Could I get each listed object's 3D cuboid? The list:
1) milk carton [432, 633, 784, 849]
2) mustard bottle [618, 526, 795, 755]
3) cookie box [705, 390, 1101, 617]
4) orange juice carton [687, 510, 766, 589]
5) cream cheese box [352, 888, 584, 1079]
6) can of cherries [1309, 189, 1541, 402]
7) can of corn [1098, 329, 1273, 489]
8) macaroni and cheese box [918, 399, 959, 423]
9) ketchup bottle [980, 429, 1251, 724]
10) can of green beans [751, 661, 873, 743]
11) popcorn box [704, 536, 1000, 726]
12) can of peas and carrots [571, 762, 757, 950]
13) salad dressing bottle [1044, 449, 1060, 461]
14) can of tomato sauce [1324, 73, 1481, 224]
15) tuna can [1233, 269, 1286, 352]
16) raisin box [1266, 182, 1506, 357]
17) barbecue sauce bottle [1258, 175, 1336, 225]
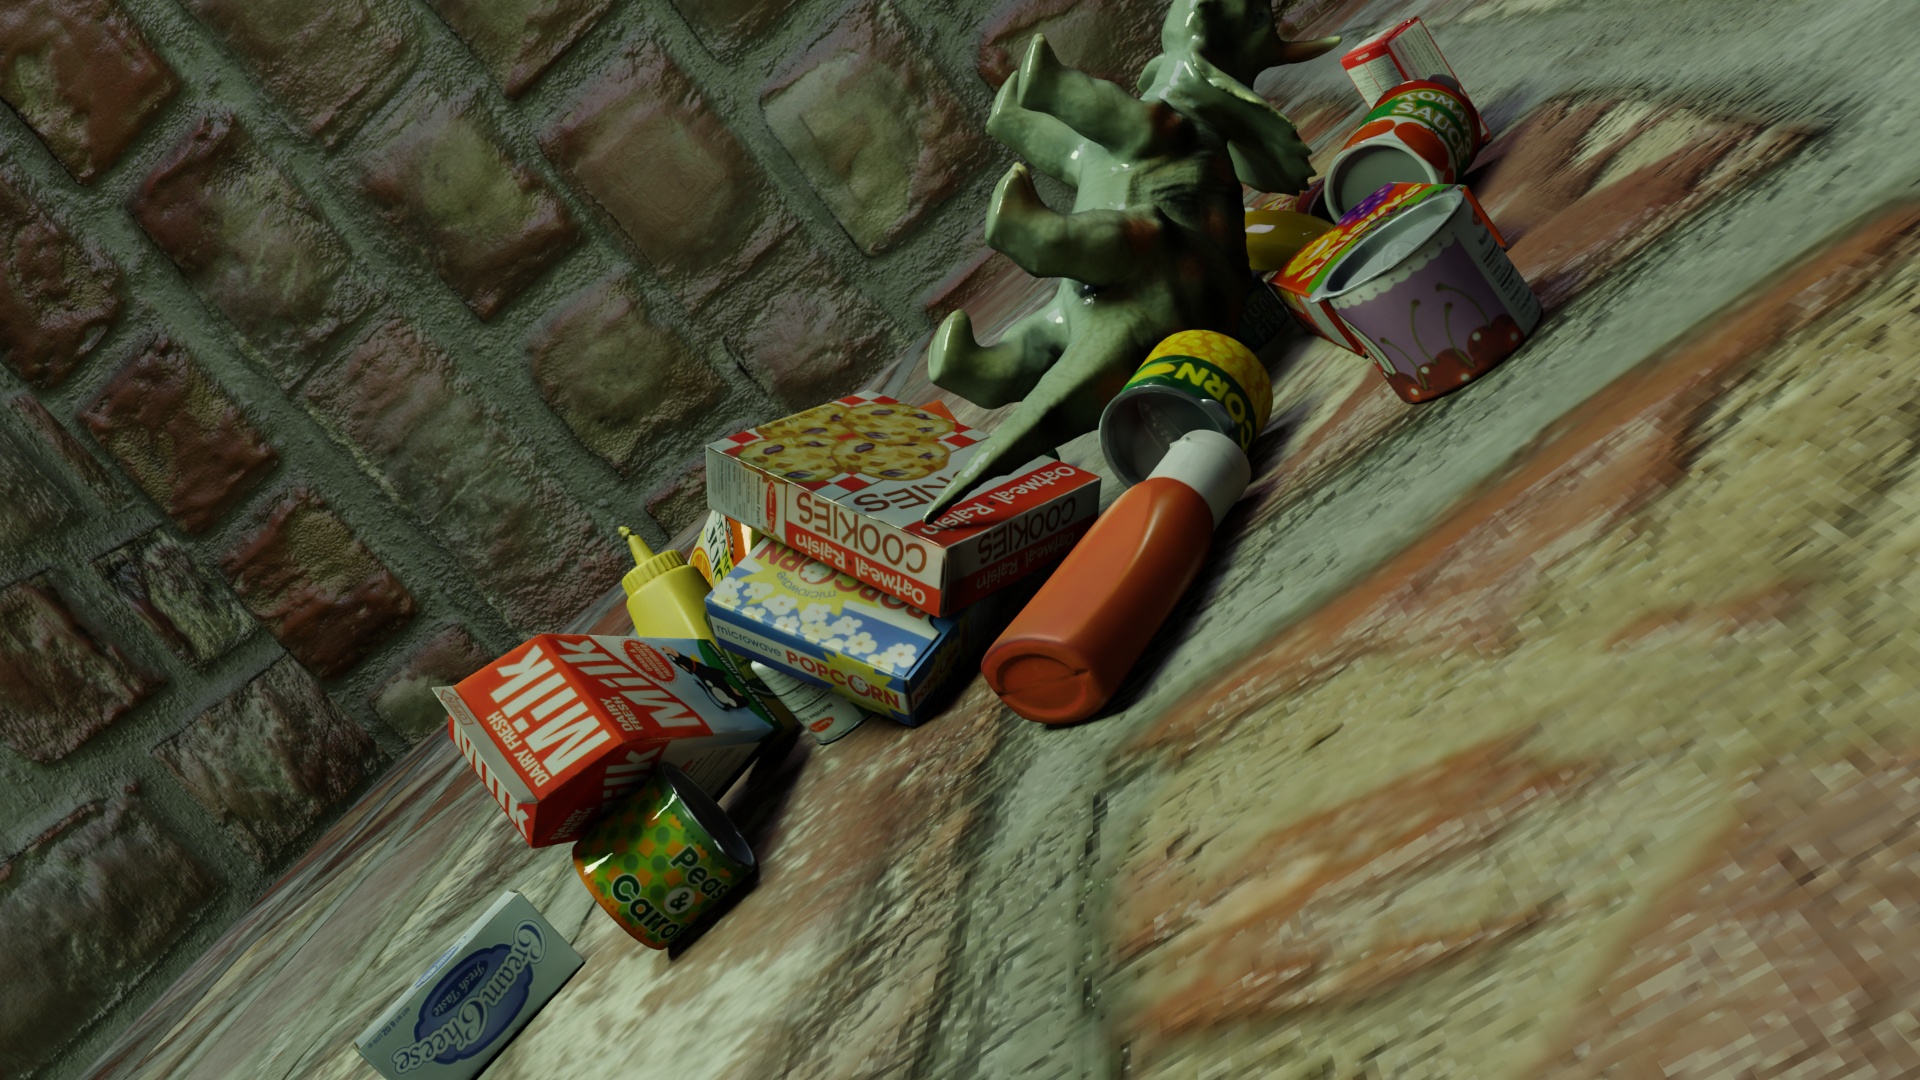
[{"bbox_3d":[-0.176,0.096,0.687,0.073,0.072,0.190,-48,-19,11],"label":"milk carton"},{"bbox_3d":[-0.158,0.056,0.818,0.048,0.160,0.065,-35,-7,12],"label":"mustard bottle"},{"bbox_3d":[-0.030,-0.024,0.717,0.167,0.040,0.123,23,32,34],"label":"cookie box"},{"bbox_3d":[-0.126,0.010,0.925,0.072,0.073,0.191,-1,-28,-26],"label":"orange juice carton"},{"bbox_3d":[-0.249,0.235,0.708,0.104,0.053,0.024,-46,15,-30],"label":"cream cheese box"},{"bbox_3d":[0.187,-0.097,0.562,0.071,0.058,0.072,-38,12,10],"label":"can of cherries"},{"bbox_3d":[0.108,-0.059,0.650,0.071,0.071,0.058,-29,15,44],"label":"can of corn"},{"bbox_3d":[-0.081,-0.027,1.043,0.124,0.040,0.165,-28,-14,-42],"label":"macaroni and cheese box"},{"bbox_3d":[0.070,0.010,0.567,0.064,0.043,0.149,-24,19,52],"label":"ketchup bottle"},{"bbox_3d":[-0.073,0.069,0.767,0.071,0.057,0.071,-38,11,9],"label":"can of green beans"},{"bbox_3d":[-0.055,0.034,0.709,0.127,0.038,0.085,19,46,26],"label":"popcorn box"},{"bbox_3d":[-0.138,0.149,0.651,0.059,0.071,0.071,-42,11,-5],"label":"can of peas and carrots"},{"bbox_3d":[0.003,-0.011,0.865,0.148,0.044,0.064,-45,11,-23],"label":"salad dressing bottle"},{"bbox_3d":[0.252,-0.215,0.787,0.071,0.071,0.083,-28,17,48],"label":"can of tomato sauce"},{"bbox_3d":[0.163,-0.131,0.838,0.071,0.033,0.071,-38,11,9],"label":"tuna can"},{"bbox_3d":[0.210,-0.140,0.705,0.086,0.040,0.124,-39,10,10],"label":"raisin box"},{"bbox_3d":[0.222,-0.208,0.918,0.065,0.043,0.148,-42,11,-8],"label":"barbecue sauce bottle"}]
